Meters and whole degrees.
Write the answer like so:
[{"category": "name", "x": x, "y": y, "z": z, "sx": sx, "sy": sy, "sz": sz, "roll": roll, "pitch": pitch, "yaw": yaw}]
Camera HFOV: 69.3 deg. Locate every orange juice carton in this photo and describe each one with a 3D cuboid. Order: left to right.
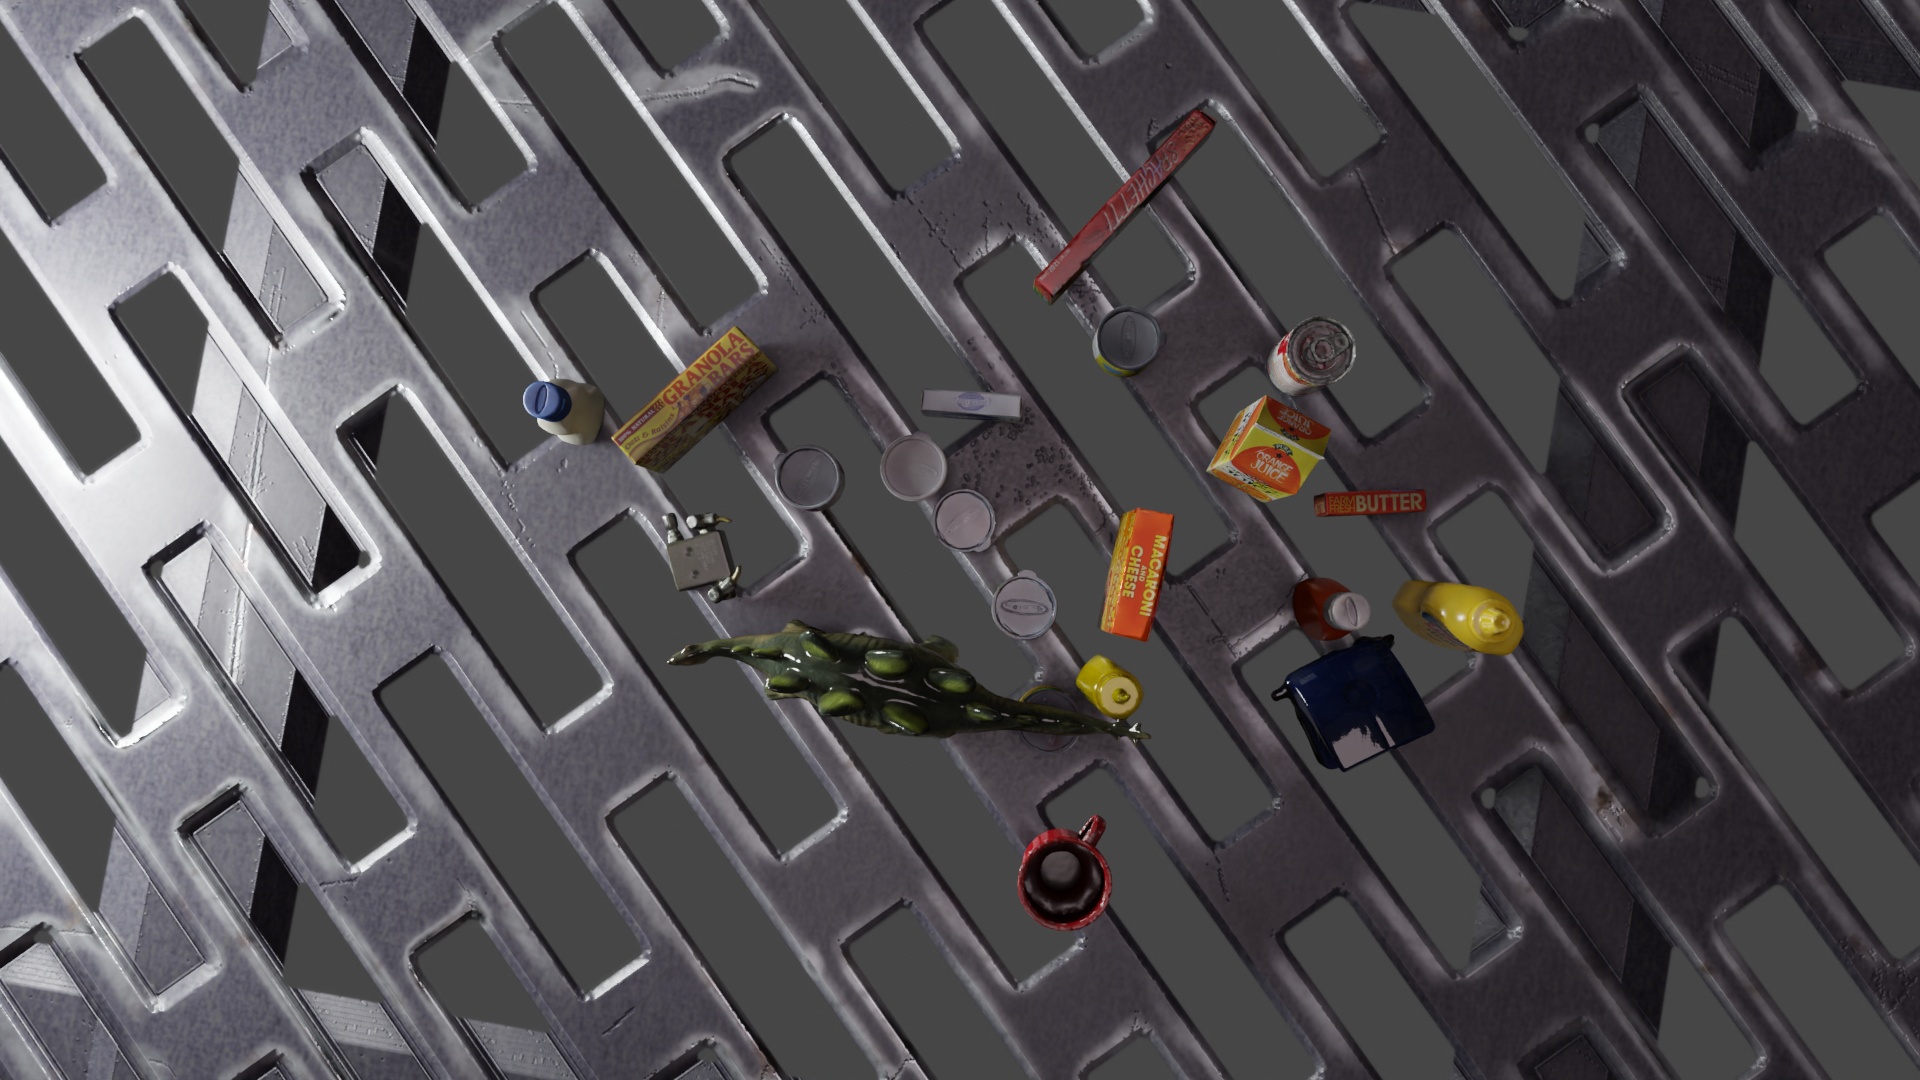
[{"category": "orange juice carton", "x": 0.303, "y": -0.089, "z": 1.360, "sx": 0.072, "sy": 0.192, "sz": 0.073, "roll": 29, "pitch": 89, "yaw": 2}]

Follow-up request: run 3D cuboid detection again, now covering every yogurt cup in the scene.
[{"category": "yogurt cup", "x": -0.047, "y": -0.073, "z": 1.433, "sx": 0.072, "sy": 0.054, "sz": 0.072, "roll": 0, "pitch": 88, "yaw": 1}]

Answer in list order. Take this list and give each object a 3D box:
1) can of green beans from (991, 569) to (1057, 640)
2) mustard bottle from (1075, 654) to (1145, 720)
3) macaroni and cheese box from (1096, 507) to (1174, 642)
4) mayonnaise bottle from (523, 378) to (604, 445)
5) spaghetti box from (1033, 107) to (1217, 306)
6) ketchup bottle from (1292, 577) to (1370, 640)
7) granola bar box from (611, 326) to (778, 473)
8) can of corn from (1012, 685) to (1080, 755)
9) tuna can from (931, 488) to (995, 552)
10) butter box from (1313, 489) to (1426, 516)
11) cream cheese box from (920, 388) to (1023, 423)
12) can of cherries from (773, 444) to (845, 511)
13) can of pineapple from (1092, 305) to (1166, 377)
[{"category": "can of green beans", "x": 0.065, "y": 0.068, "z": 1.425, "sx": 0.071, "sy": 0.058, "sz": 0.071, "roll": 0, "pitch": 88, "yaw": 1}, {"category": "mustard bottle", "x": 0.151, "y": 0.148, "z": 1.369, "sx": 0.065, "sy": 0.160, "sz": 0.049, "roll": 39, "pitch": 90, "yaw": 2}, {"category": "macaroni and cheese box", "x": 0.172, "y": 0.033, "z": 1.370, "sx": 0.040, "sy": 0.166, "sz": 0.123, "roll": 12, "pitch": 89, "yaw": 1}, {"category": "mayonnaise bottle", "x": -0.397, "y": -0.133, "z": 1.393, "sx": 0.041, "sy": 0.148, "sz": 0.064, "roll": 12, "pitch": 89, "yaw": 1}, {"category": "spaghetti box", "x": 0.170, "y": -0.346, "z": 1.442, "sx": 0.029, "sy": 0.050, "sz": 0.250, "roll": 43, "pitch": 89, "yaw": 2}, {"category": "ketchup bottle", "x": 0.367, "y": 0.069, "z": 1.375, "sx": 0.043, "sy": 0.149, "sz": 0.064, "roll": -14, "pitch": 88, "yaw": 1}, {"category": "granola bar box", "x": -0.266, "y": -0.140, "z": 1.404, "sx": 0.165, "sy": 0.124, "sz": 0.039, "roll": -42, "pitch": 88, "yaw": -1}, {"category": "can of corn", "x": 0.087, "y": 0.183, "z": 1.420, "sx": 0.071, "sy": 0.058, "sz": 0.071, "roll": 0, "pitch": 88, "yaw": 1}, {"category": "tuna can", "x": 0.005, "y": -0.018, "z": 1.441, "sx": 0.071, "sy": 0.033, "sz": 0.071, "roll": 0, "pitch": 88, "yaw": 1}, {"category": "butter box", "x": 0.420, "y": -0.038, "z": 1.426, "sx": 0.103, "sy": 0.053, "sz": 0.024, "roll": -2, "pitch": 89, "yaw": 1}, {"category": "cream cheese box", "x": 0.012, "y": -0.139, "z": 1.435, "sx": 0.104, "sy": 0.053, "sz": 0.024, "roll": 4, "pitch": 89, "yaw": 1}, {"category": "can of cherries", "x": -0.156, "y": -0.065, "z": 1.432, "sx": 0.071, "sy": 0.058, "sz": 0.071, "roll": 0, "pitch": 88, "yaw": 1}, {"category": "can of pineapple", "x": 0.173, "y": -0.204, "z": 1.433, "sx": 0.071, "sy": 0.058, "sz": 0.071, "roll": 0, "pitch": 88, "yaw": 1}]
